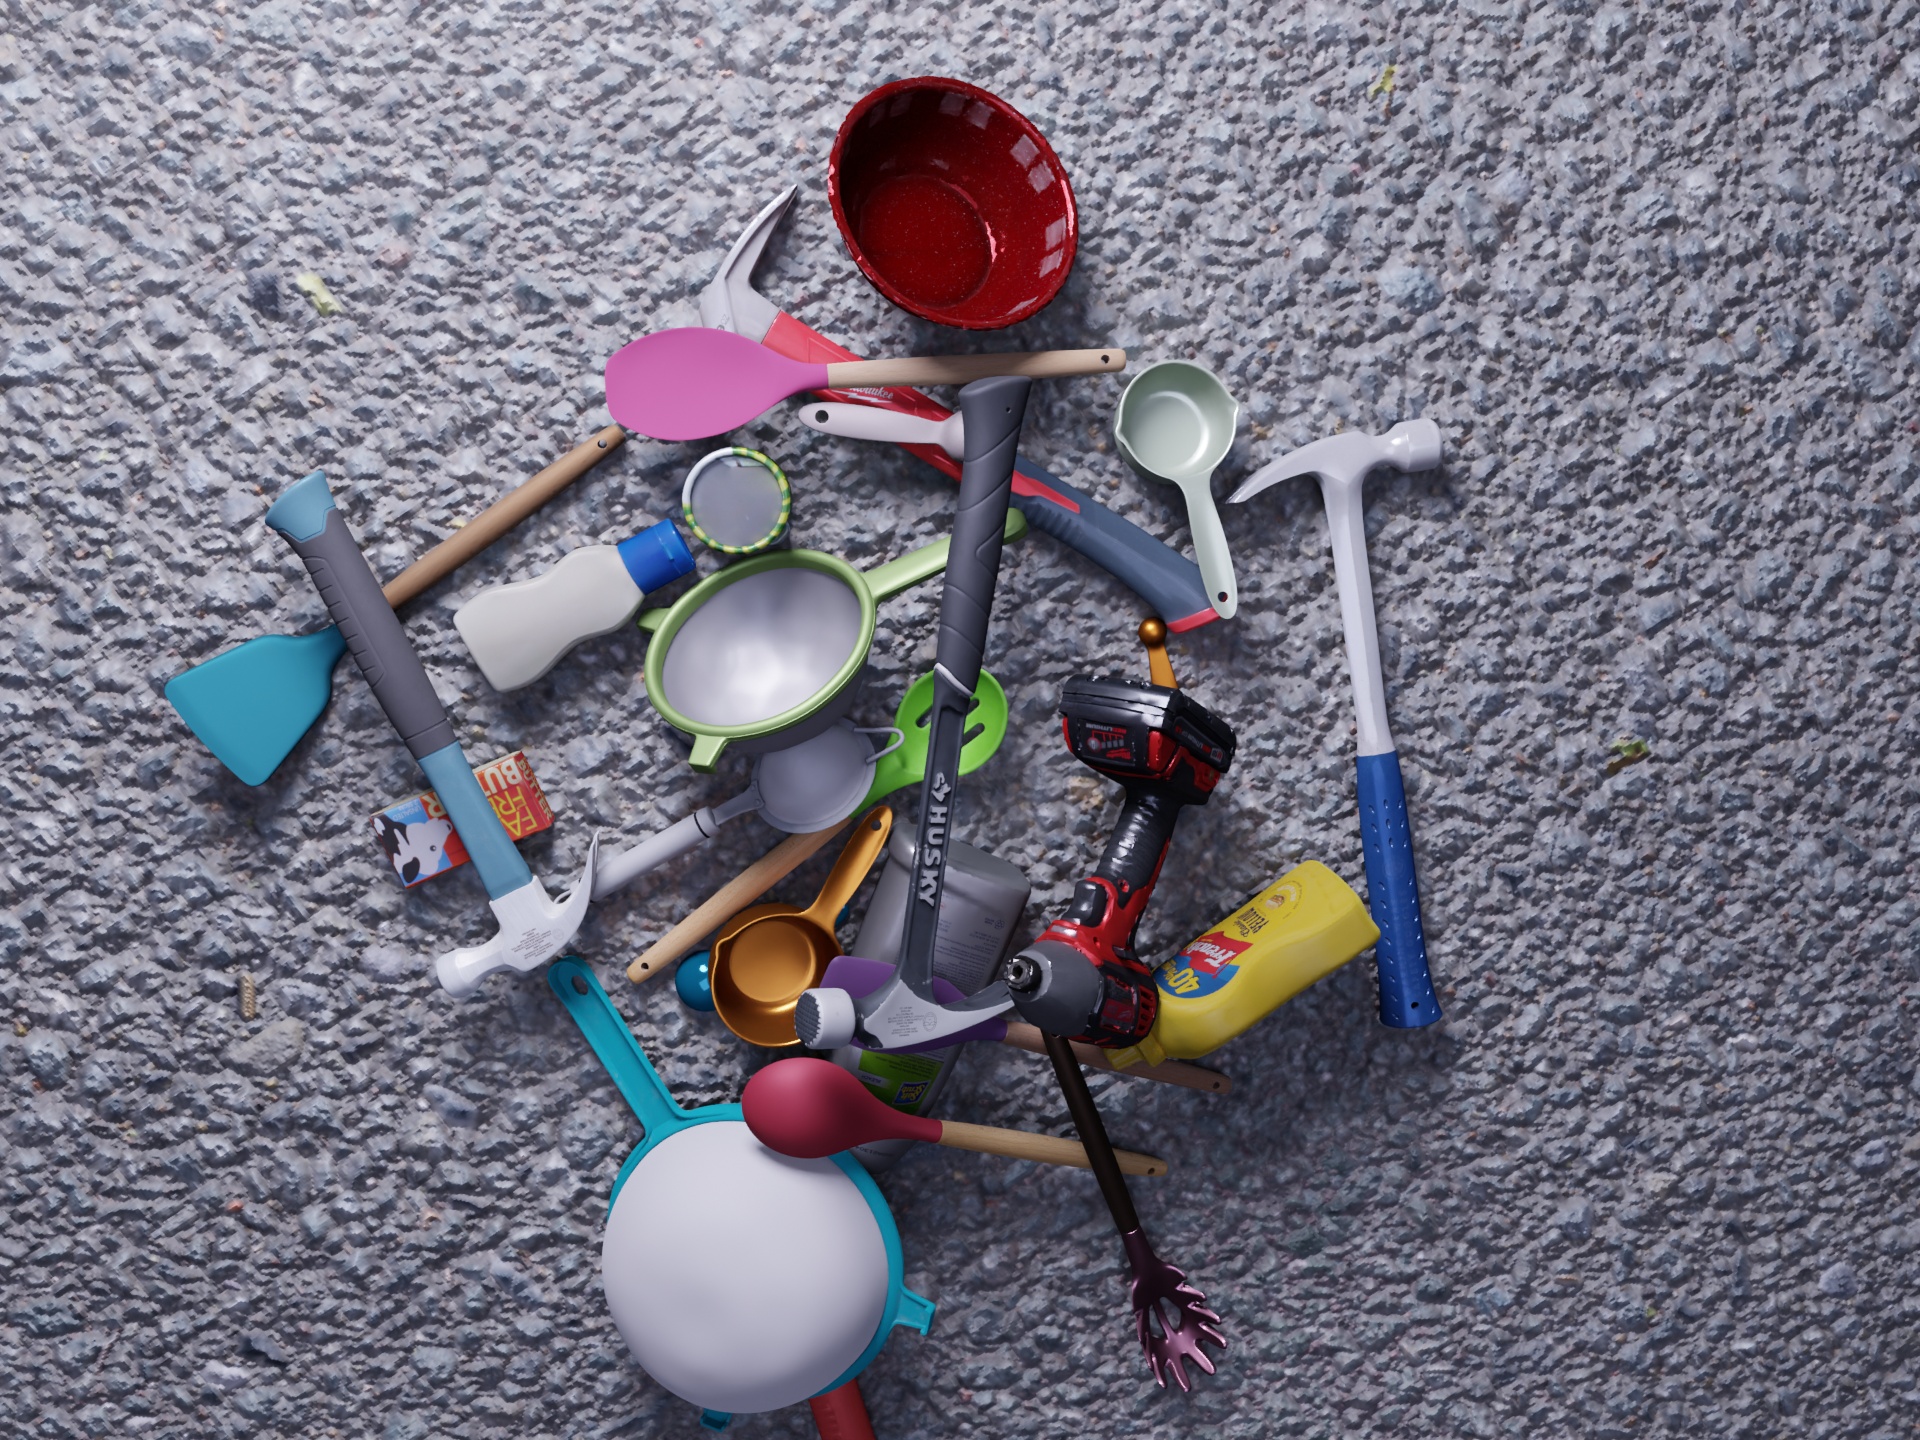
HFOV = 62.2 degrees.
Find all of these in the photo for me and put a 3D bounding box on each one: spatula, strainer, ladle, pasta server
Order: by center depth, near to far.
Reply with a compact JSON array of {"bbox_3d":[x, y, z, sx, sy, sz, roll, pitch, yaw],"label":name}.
[{"bbox_3d":[-0.339,-0.085,0.992,0.317,0.044,0.082,-37,105,0],"label":"spatula"},{"bbox_3d":[-0.069,-0.055,0.998,0.256,0.152,0.069,-26,138,-4],"label":"strainer"},{"bbox_3d":[-0.183,0.309,1.021,0.211,0.095,0.340,-31,92,18],"label":"strainer"},{"bbox_3d":[-0.157,0.062,1.026,0.258,0.087,0.050,-29,145,8],"label":"strainer"},{"bbox_3d":[0.048,0.212,1.045,0.315,0.018,0.060,17,100,-24],"label":"spatula"},{"bbox_3d":[0.006,0.275,1.048,0.315,0.031,0.069,16,104,-25],"label":"ladle"},{"bbox_3d":[0.110,0.325,1.073,0.060,0.040,0.316,-27,113,-15],"label":"pasta server"}]

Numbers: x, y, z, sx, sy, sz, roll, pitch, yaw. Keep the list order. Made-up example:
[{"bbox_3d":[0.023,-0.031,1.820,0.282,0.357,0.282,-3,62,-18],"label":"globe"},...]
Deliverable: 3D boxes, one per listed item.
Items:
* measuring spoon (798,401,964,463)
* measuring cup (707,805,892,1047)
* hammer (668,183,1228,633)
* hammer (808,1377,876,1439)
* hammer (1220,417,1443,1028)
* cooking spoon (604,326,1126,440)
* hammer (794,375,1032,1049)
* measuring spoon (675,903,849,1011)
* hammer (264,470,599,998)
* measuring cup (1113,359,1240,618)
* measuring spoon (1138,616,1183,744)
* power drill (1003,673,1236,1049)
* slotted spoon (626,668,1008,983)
[{"bbox_3d":[-0.038,-0.181,0.978,0.124,0.018,0.034,6,96,-7],"label":"measuring spoon"},{"bbox_3d":[-0.098,0.127,1.034,0.095,0.052,0.173,33,86,-16],"label":"measuring cup"},{"bbox_3d":[0.016,-0.181,1.013,0.386,0.038,0.143,29,94,-9],"label":"hammer"},{"bbox_3d":[-0.060,0.529,1.118,0.149,0.037,0.359,-17,100,-3],"label":"hammer"},{"bbox_3d":[0.272,0.012,1.068,0.144,0.035,0.405,-10,100,-4],"label":"hammer"},{"bbox_3d":[-0.055,-0.211,0.973,0.319,0.017,0.069,-5,87,-6],"label":"cooking spoon"},{"bbox_3d":[-0.002,-0.003,0.954,0.149,0.036,0.409,5,96,-32],"label":"hammer"},{"bbox_3d":[-0.131,0.155,1.059,0.128,0.021,0.042,-28,100,-1],"label":"measuring spoon"},{"bbox_3d":[-0.331,0.006,0.980,0.128,0.033,0.331,-25,104,-1],"label":"hammer"},{"bbox_3d":[0.147,-0.145,1.019,0.083,0.038,0.167,-15,91,-7],"label":"measuring cup"},{"bbox_3d":[0.140,-0.012,1.064,0.021,0.011,0.117,-14,100,-3],"label":"measuring spoon"},{"bbox_3d":[0.091,0.090,0.988,0.079,0.143,0.220,10,79,36],"label":"power drill"},{"bbox_3d":[-0.097,0.073,1.048,0.314,0.031,0.070,-38,86,4],"label":"slotted spoon"}]
